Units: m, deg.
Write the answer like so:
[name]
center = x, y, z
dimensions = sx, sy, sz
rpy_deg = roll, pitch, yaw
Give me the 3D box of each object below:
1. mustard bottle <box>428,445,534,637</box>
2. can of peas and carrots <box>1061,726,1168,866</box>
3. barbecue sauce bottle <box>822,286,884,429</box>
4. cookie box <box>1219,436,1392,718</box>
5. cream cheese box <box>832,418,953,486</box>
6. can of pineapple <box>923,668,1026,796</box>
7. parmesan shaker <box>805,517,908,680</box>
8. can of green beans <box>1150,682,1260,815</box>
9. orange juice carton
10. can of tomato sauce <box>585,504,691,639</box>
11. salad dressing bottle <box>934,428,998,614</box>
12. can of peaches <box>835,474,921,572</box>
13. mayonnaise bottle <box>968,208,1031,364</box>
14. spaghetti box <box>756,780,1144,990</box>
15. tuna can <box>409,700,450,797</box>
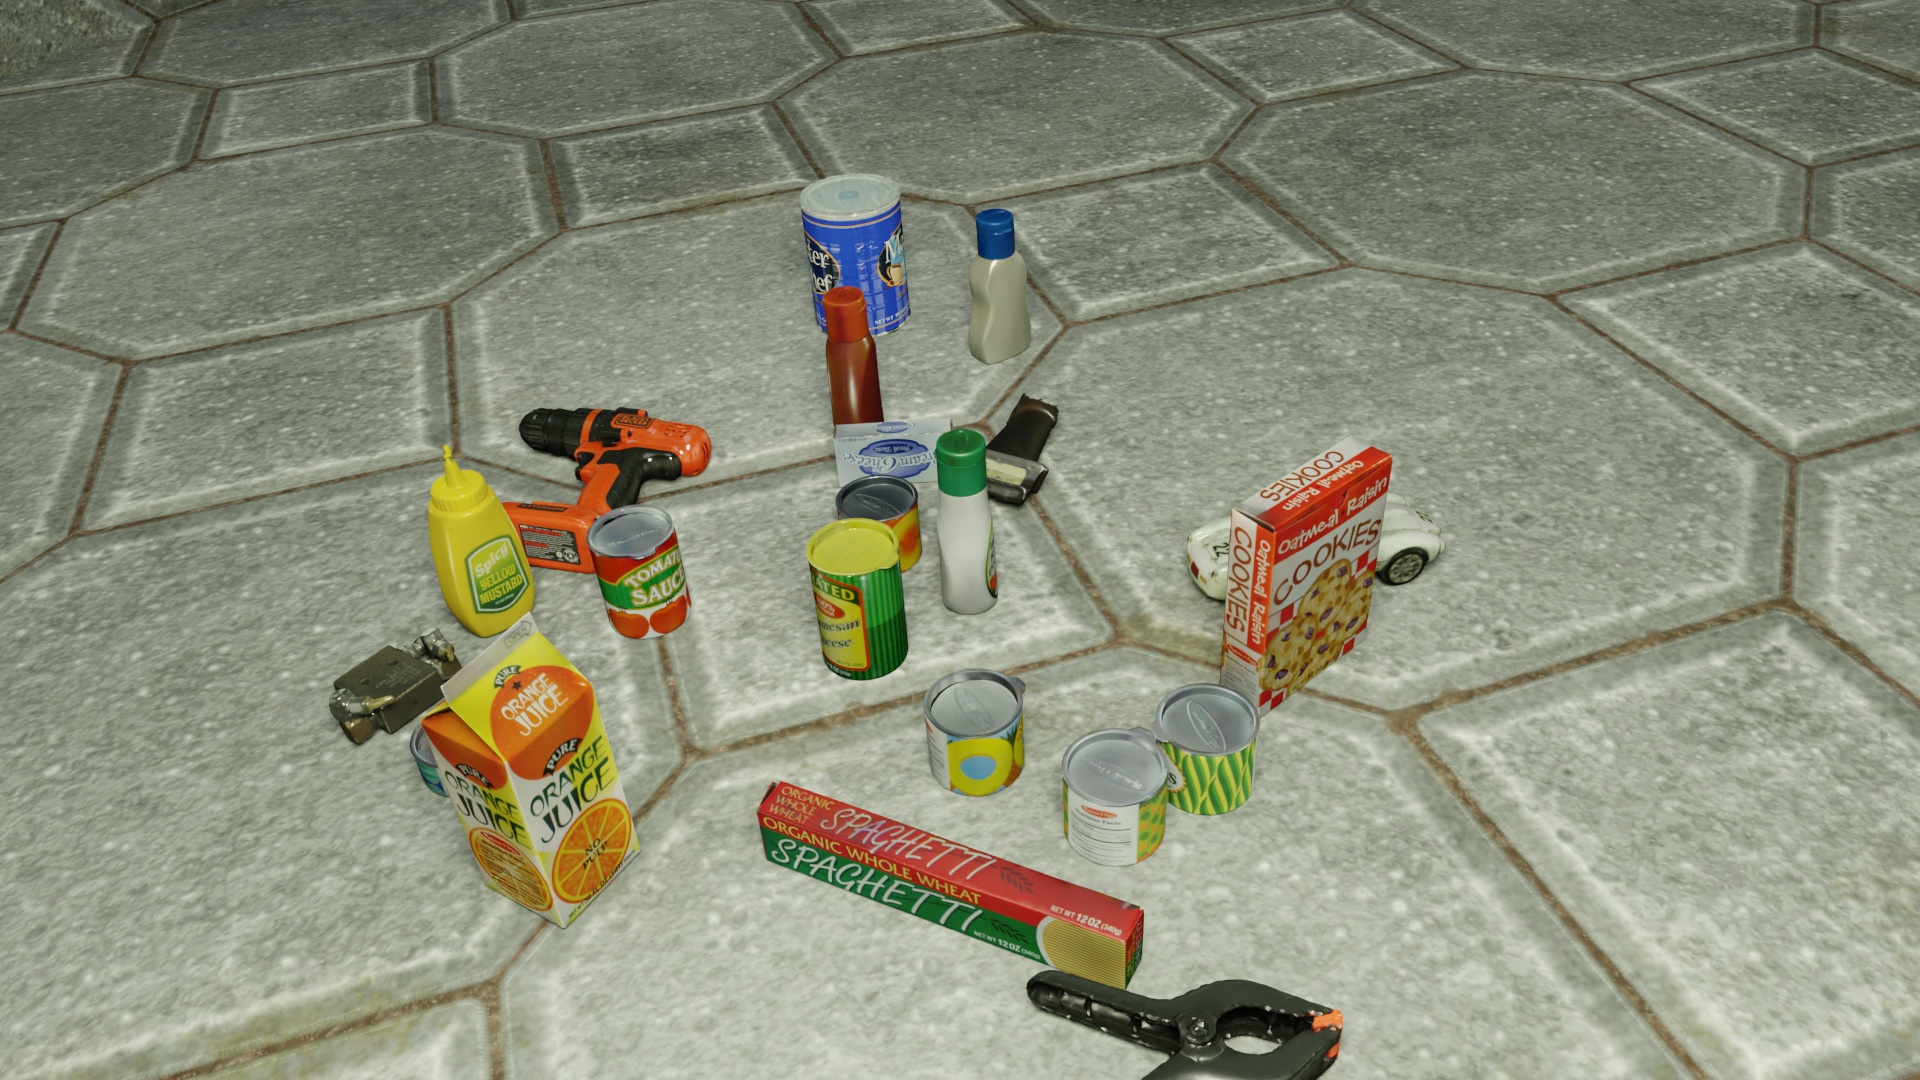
[mustard bottle]
center = -0.371, -0.002, 1.055
dimensions = 0.049, 0.159, 0.065
rpy_deg = 27, 47, 34
[can of peas and carrots]
center = 0.099, 0.161, 0.881
dimensions = 0.071, 0.058, 0.071
rpy_deg = -2, 37, 2
[barbecue sauce bottle]
center = -0.096, -0.153, 1.240
dimensions = 0.044, 0.147, 0.065
rpy_deg = 5, 38, 12
[cookie box]
center = 0.237, 0.026, 0.957
dimensions = 0.123, 0.166, 0.040
rpy_deg = -29, 44, -30
[cream cheese box]
center = -0.057, -0.076, 1.214
dimensions = 0.104, 0.053, 0.024
rpy_deg = -4, 37, 0
[can of pineapple]
center = 0.012, 0.128, 0.933
dimensions = 0.071, 0.057, 0.071
rpy_deg = -2, 37, 2
[parmesan shaker]
center = -0.072, 0.045, 1.013
dimensions = 0.071, 0.102, 0.072
rpy_deg = -3, 37, 2
[can of green beans]
center = 0.160, 0.137, 0.909
dimensions = 0.071, 0.057, 0.071
rpy_deg = -2, 37, 2
[orange juice carton]
center = -0.260, 0.136, 0.836
dimensions = 0.073, 0.191, 0.072
rpy_deg = 17, 42, 26
[can of tomato sauce]
center = -0.246, 0.025, 1.071
dimensions = 0.071, 0.082, 0.071
rpy_deg = -2, 37, 2
[salad dressing bottle]
center = 0.004, -0.013, 1.047
dimensions = 0.044, 0.146, 0.064
rpy_deg = -1, 37, 4
[can of peaches]
center = -0.067, -0.011, 1.124
dimensions = 0.071, 0.057, 0.071
rpy_deg = -2, 37, 2
[mayonnaise bottle]
center = 0.037, -0.249, 1.355
dimensions = 0.065, 0.147, 0.041
rpy_deg = -27, 43, -28
[spaghetti box]
center = -0.012, 0.206, 0.839
dimensions = 0.250, 0.050, 0.029
rpy_deg = 14, 41, 22
[tuna can]
center = -0.345, 0.143, 0.966
dimensions = 0.071, 0.032, 0.071
rpy_deg = -2, 37, 2
